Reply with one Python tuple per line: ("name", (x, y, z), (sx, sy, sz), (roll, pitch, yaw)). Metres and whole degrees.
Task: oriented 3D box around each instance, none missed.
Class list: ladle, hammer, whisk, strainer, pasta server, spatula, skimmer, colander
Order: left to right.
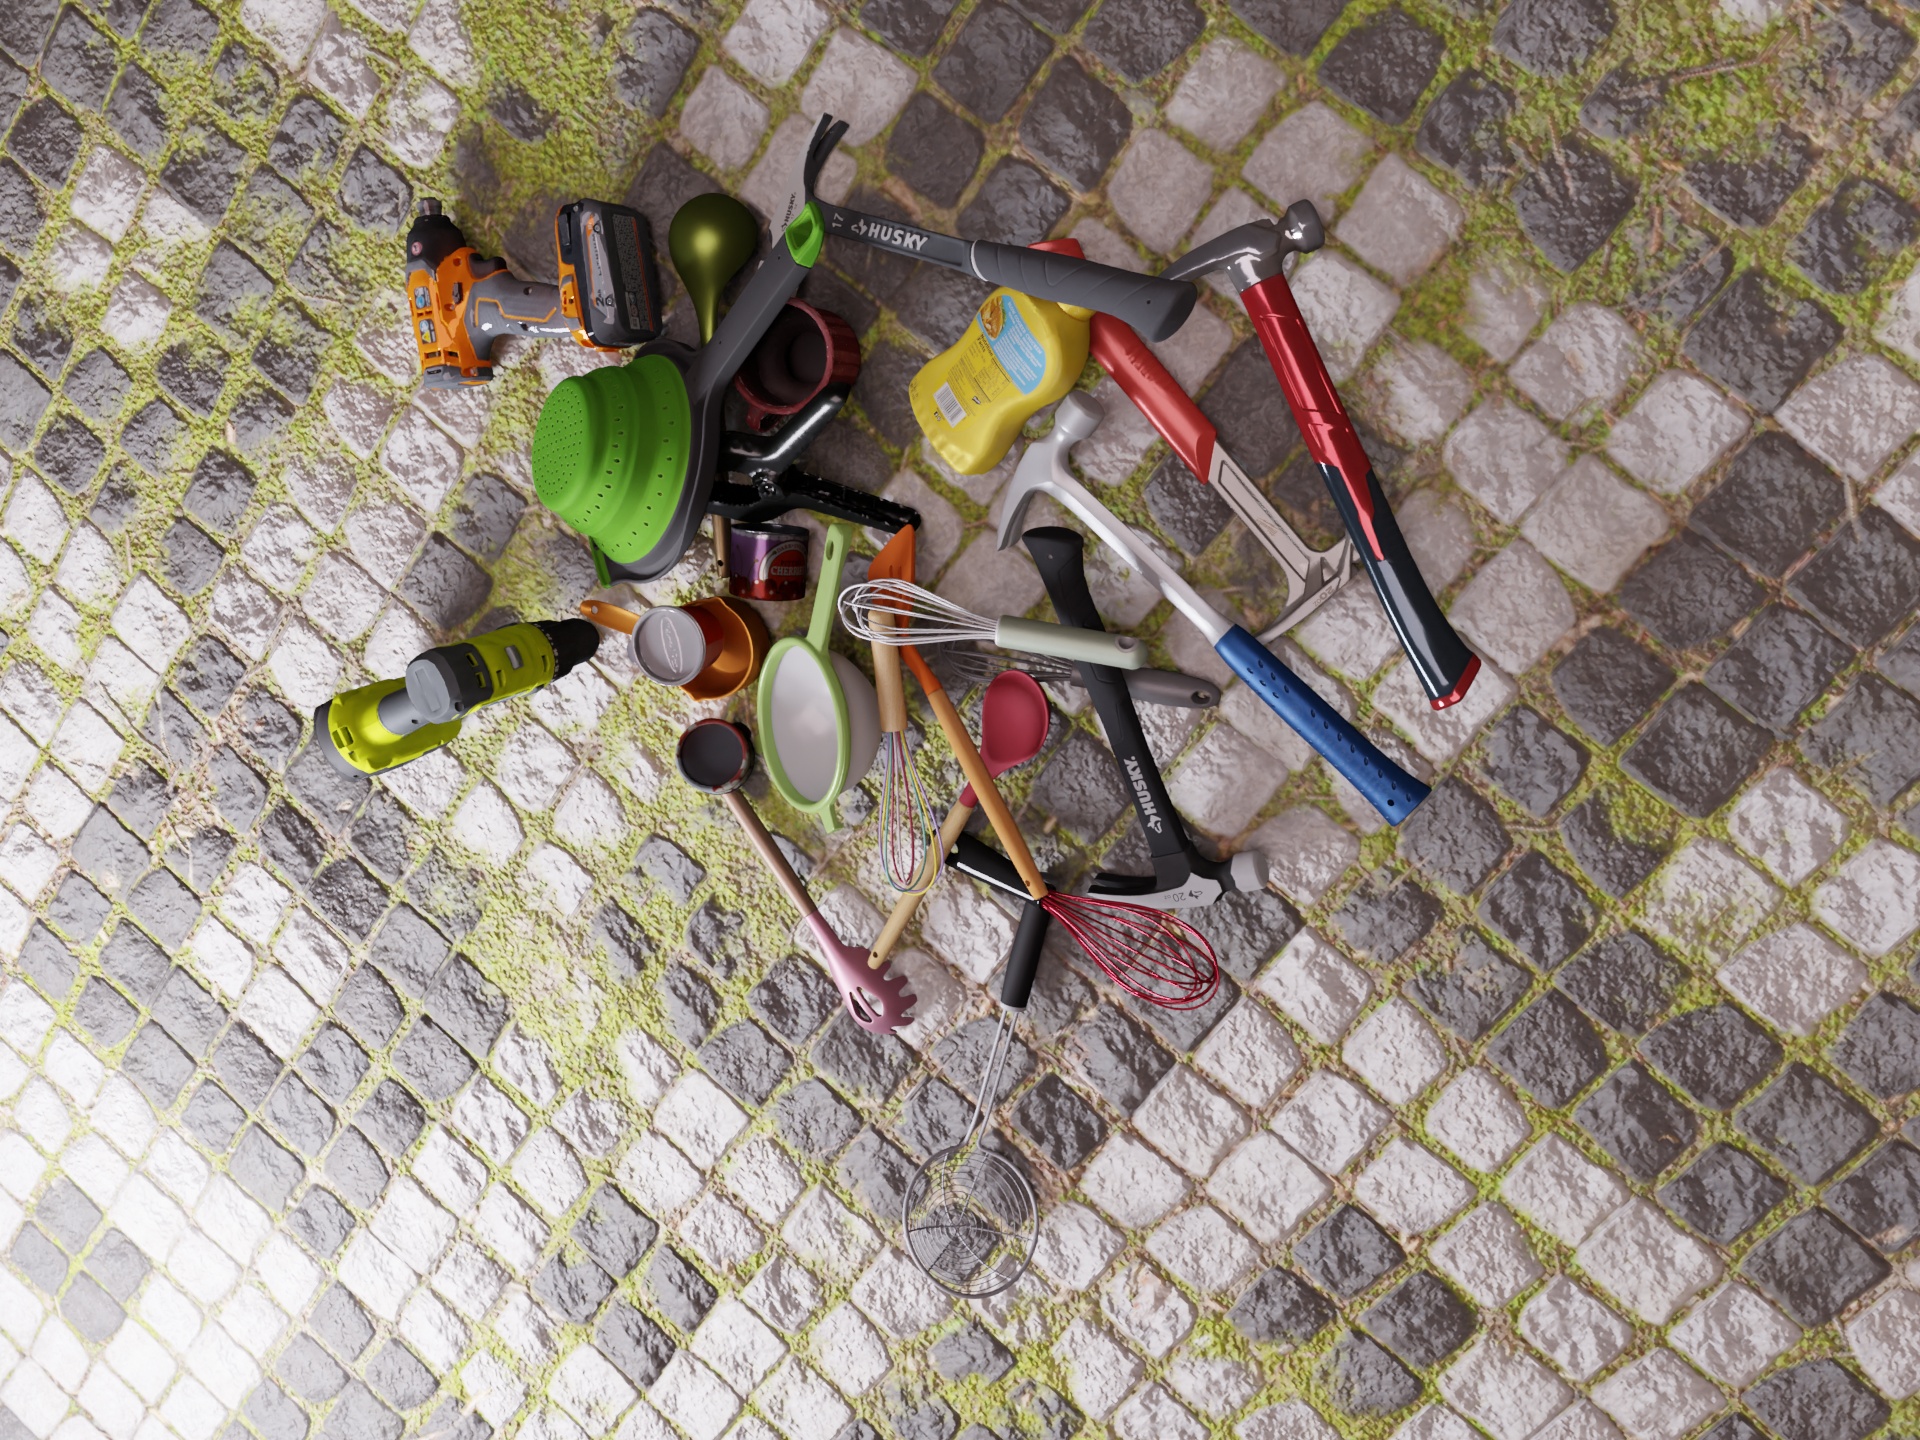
("colander", (-0.242, -0.264, 1.257), (0.397, 0.094, 0.205), (-44, 53, 38))
("ladle", (-0.205, -0.281, 1.354), (0.078, 0.062, 0.320), (6, 109, 19))
("pasta server", (-0.146, 0.149, 1.424), (0.060, 0.040, 0.316), (-37, 84, 21))
("strainer", (-0.100, -0.046, 1.326), (0.152, 0.069, 0.256), (42, 129, 44))
("whisk", (-0.055, 0.028, 1.301), (0.047, 0.051, 0.245), (12, 112, 54))
("ladle", (-0.006, 0.090, 1.333), (0.069, 0.031, 0.315), (43, 117, 28))
("spatula", (-0.002, -0.004, 1.288), (0.081, 0.041, 0.323), (-41, 73, 50))
("hammer", (0.004, -0.355, 1.195), (0.409, 0.036, 0.149), (26, 105, 35))
("whisk", (0.023, -0.070, 1.222), (0.246, 0.058, 0.059), (10, 139, 12))
("skimmer", (0.039, 0.312, 1.361), (0.127, 0.090, 0.363), (10, 103, -18))
("whisk", (0.086, 0.152, 1.297), (0.296, 0.073, 0.073), (25, 109, 34))
("whisk", (0.094, -0.043, 1.299), (0.239, 0.055, 0.055), (11, 104, 11))
("hammer", (0.122, 0.001, 1.262), (0.146, 0.035, 0.334), (-15, 108, 28))
("hammer", (0.164, -0.227, 1.242), (0.149, 0.037, 0.359), (-41, 87, 21))
("hammer", (0.193, -0.069, 1.229), (0.405, 0.035, 0.144), (45, 125, 11))
("hammer", (0.270, -0.182, 1.180), (0.143, 0.038, 0.386), (-24, 87, 8))

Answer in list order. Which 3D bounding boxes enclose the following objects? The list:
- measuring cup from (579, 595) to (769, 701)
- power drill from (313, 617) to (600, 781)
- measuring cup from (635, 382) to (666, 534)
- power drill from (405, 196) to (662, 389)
("measuring cup", (-0.249, -0.078, 1.398), (0.174, 0.052, 0.095), (19, 106, 16))
("power drill", (-0.447, -0.027, 1.418), (0.228, 0.190, 0.080), (-21, 94, 35))
("measuring cup", (-0.259, -0.223, 1.391), (0.062, 0.029, 0.156), (-4, 88, 19))
("power drill", (-0.379, -0.381, 1.365), (0.226, 0.084, 0.164), (-5, 99, 23))
